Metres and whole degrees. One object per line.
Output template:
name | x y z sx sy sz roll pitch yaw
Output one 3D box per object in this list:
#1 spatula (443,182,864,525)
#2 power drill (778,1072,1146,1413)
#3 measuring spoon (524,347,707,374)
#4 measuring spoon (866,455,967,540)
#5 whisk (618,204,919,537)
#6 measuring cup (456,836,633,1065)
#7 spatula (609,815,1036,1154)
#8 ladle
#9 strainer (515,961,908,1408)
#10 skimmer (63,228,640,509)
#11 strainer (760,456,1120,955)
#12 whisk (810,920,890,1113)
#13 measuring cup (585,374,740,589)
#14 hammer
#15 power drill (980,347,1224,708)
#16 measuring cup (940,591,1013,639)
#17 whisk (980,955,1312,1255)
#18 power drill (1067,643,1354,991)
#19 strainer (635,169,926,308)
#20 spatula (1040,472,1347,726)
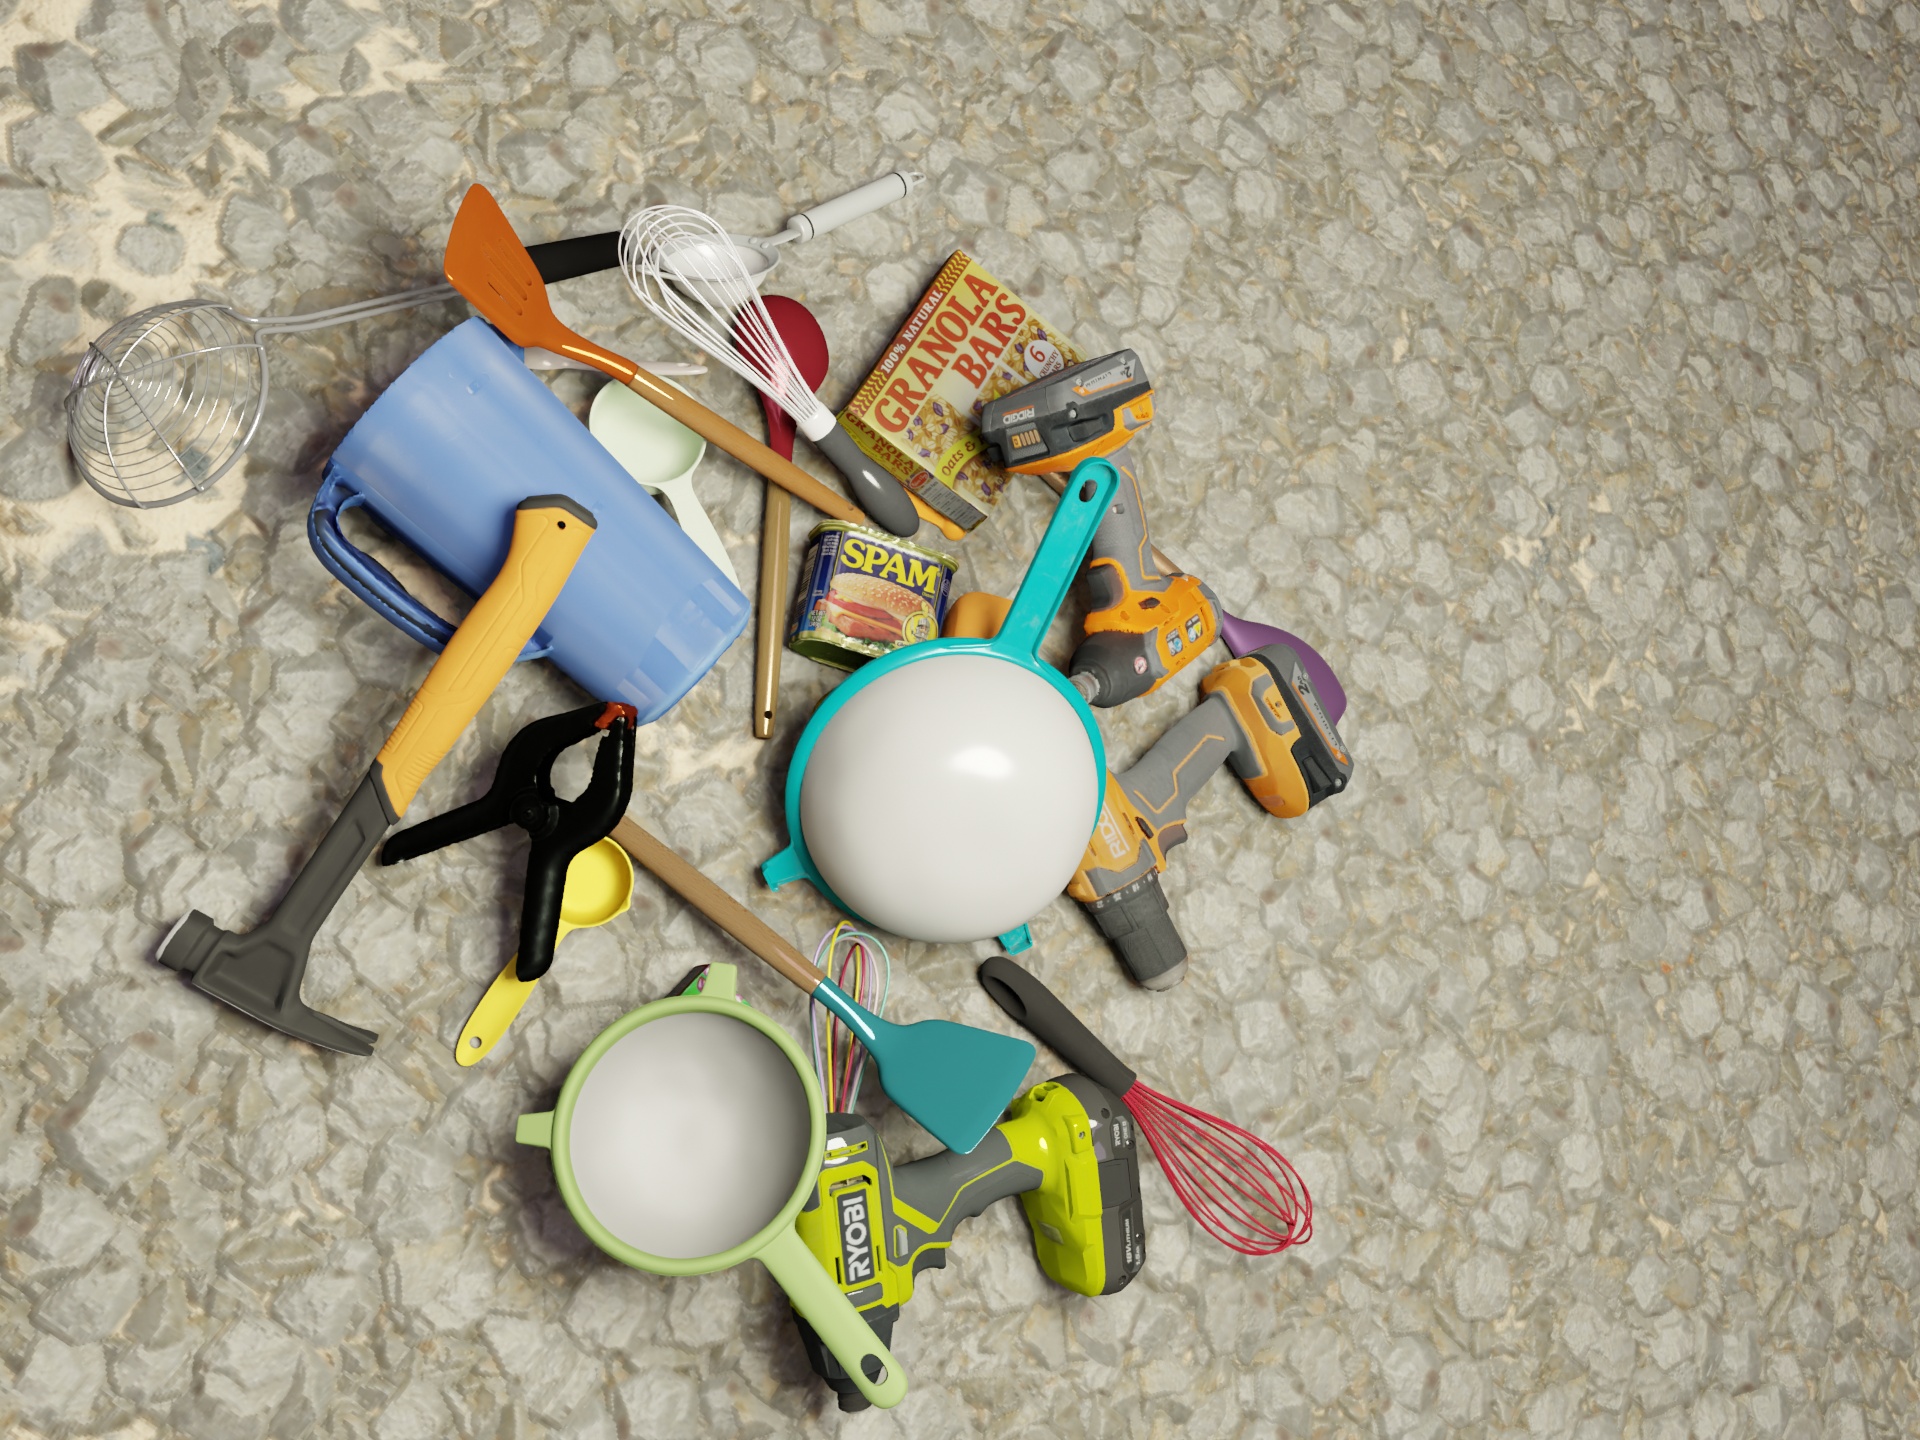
spatula | -0.180 -0.207 0.992 0.322 0.041 0.081 30 49 -33
power drill | 0.000 0.315 0.983 0.223 0.080 0.171 -7 92 -30
measuring spoon | -0.224 -0.234 1.018 0.124 0.034 0.018 4 117 0
measuring spoon | -0.043 -0.162 1.115 0.116 0.011 0.021 31 69 -15
whisk | -0.115 -0.218 1.036 0.284 0.070 0.070 47 63 -33
measuring cup | -0.255 0.138 0.959 0.062 0.029 0.156 35 80 -9
spatula | -0.104 0.141 0.968 0.317 0.044 0.082 37 61 5
ladle | -0.124 -0.143 1.070 0.069 0.031 0.315 7 78 -26
strainer | -0.116 0.274 0.891 0.151 0.069 0.256 -38 78 -14
skimmer | -0.357 -0.232 0.979 0.363 0.090 0.127 -28 65 -37
strainer | 0.026 0.007 0.967 0.211 0.095 0.340 18 109 -20
whisk | -0.075 0.249 1.002 0.051 0.047 0.245 4 82 -11
measuring cup | -0.187 -0.143 1.036 0.083 0.038 0.167 -27 92 -26
hammer | -0.299 0.023 0.885 0.127 0.034 0.337 33 91 -15
power drill | 0.095 -0.123 1.088 0.164 0.084 0.226 -36 111 -46
measuring cup | -0.002 -0.003 1.073 0.052 0.095 0.173 18 91 -12
whisk | 0.125 0.261 1.077 0.296 0.073 0.073 42 66 -5
power drill | 0.168 0.066 1.125 0.226 0.084 0.185 -28 91 -22
strainer | -0.116 -0.336 1.105 0.087 0.050 0.258 32 52 33
spatula | 0.173 -0.097 1.193 0.315 0.018 0.060 38 71 -13
